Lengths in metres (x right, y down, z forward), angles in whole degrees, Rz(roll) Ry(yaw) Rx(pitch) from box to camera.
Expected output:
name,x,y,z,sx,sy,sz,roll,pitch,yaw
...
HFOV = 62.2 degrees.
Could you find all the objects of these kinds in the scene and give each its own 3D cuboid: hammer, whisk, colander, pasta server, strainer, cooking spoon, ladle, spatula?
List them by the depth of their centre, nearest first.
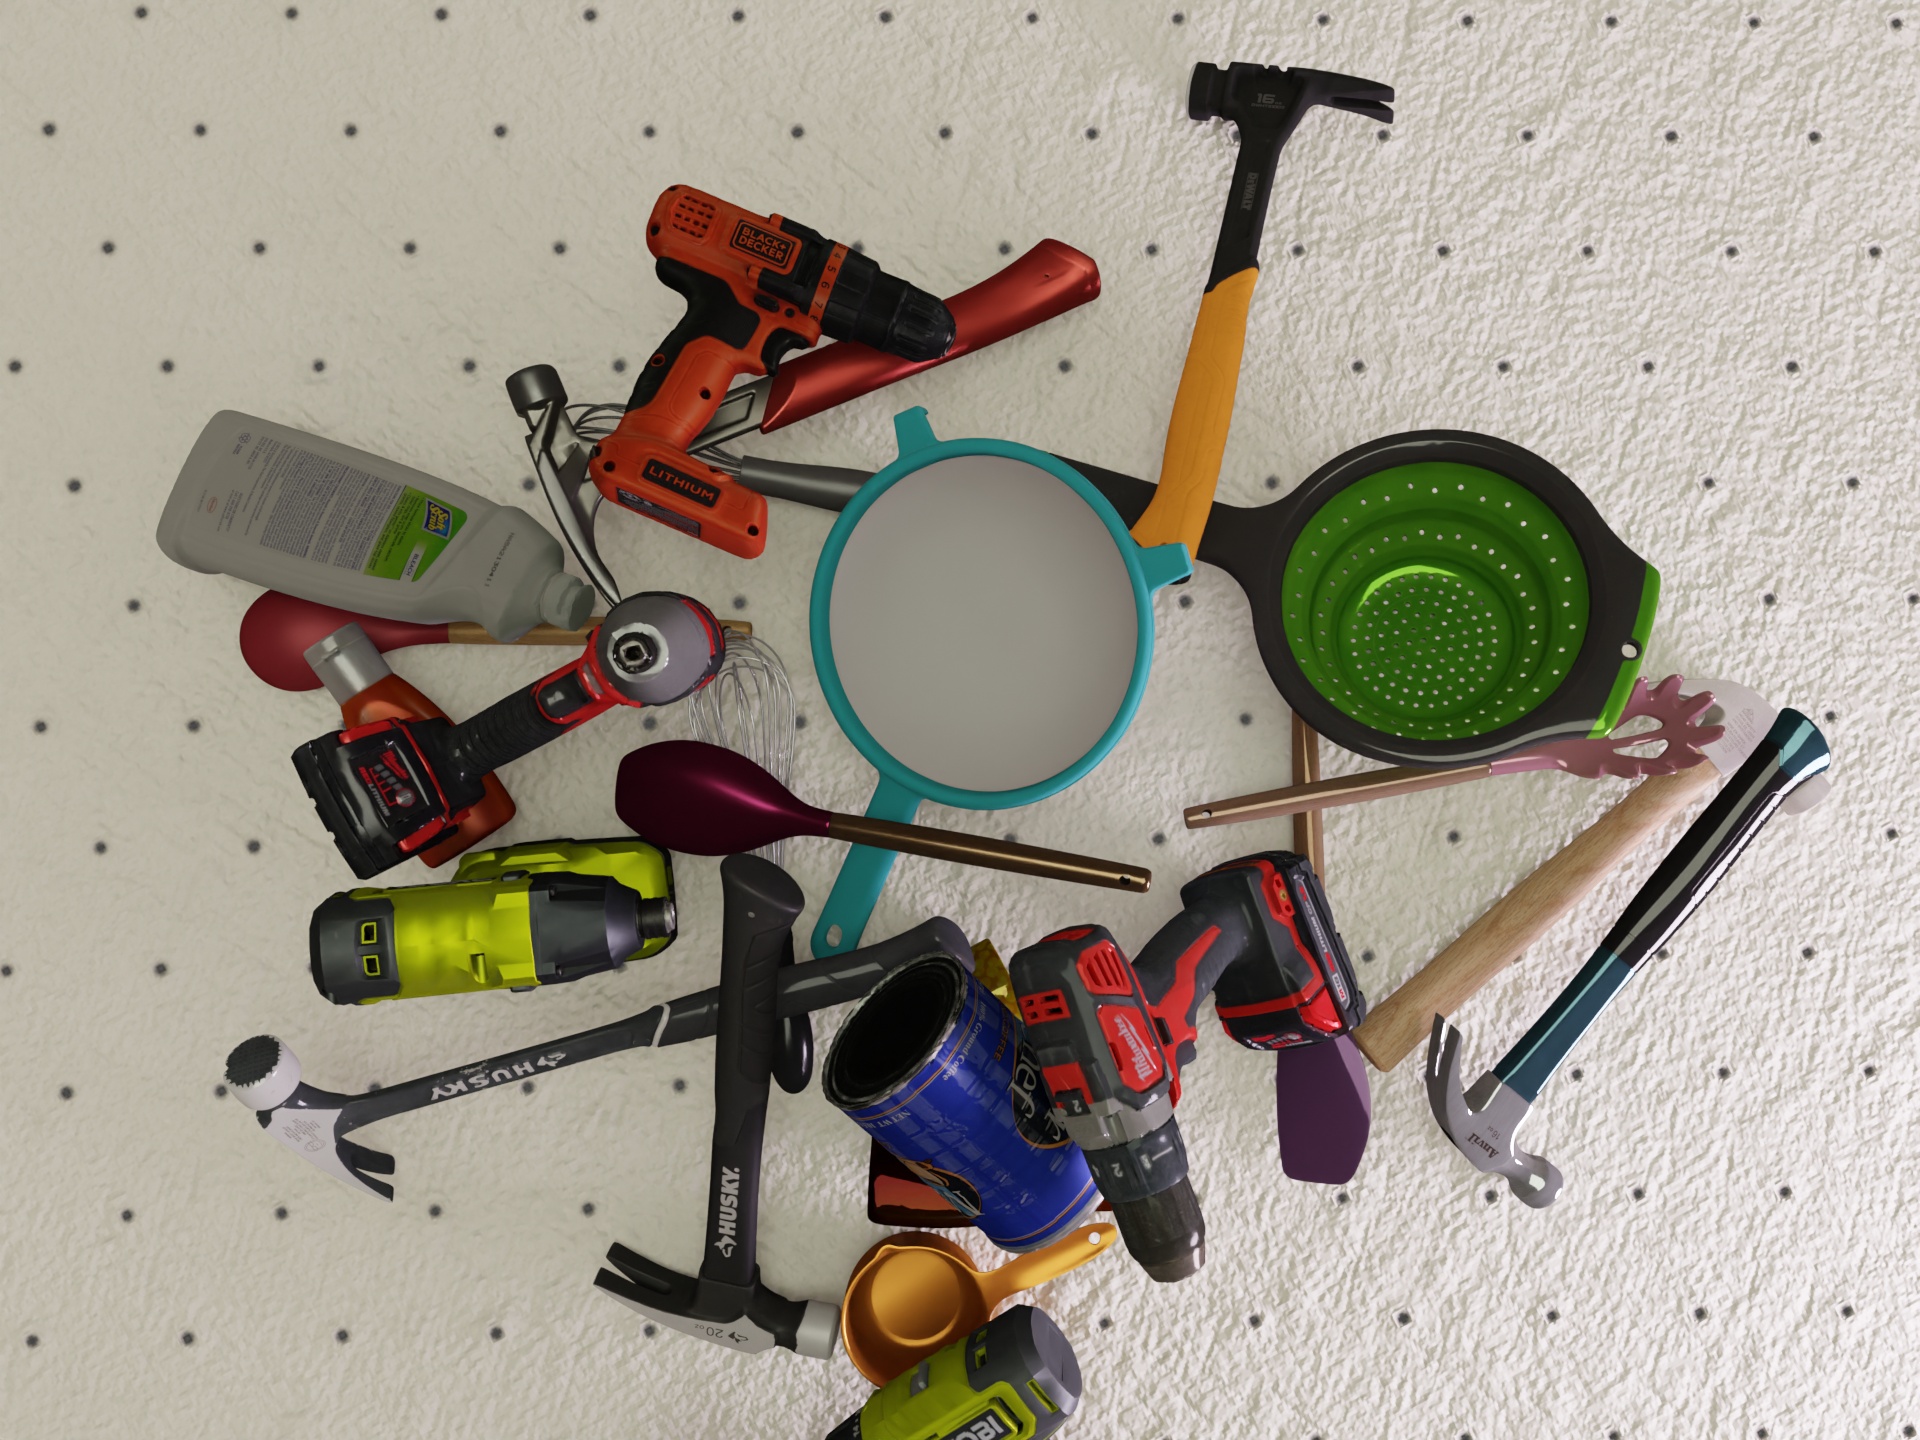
name,x,y,z,sx,sy,sz,roll,pitch,yaw
hammer,-0.129,0.221,0.889,0.146,0.035,0.334,10,117,6
cooking spoon,-0.049,0.064,0.911,0.319,0.017,0.068,9,100,10
hammer,-0.191,0.185,0.916,0.409,0.149,0.036,-15,46,-2
hammer,-0.076,-0.196,0.950,0.359,0.037,0.149,-24,90,-12
hammer,0.165,-0.239,0.951,0.127,0.034,0.337,12,78,15
hammer,0.405,0.133,0.956,0.128,0.033,0.331,38,93,-14
pasta server,0.291,0.029,0.957,0.316,0.040,0.060,-10,73,3
strainer,-0.002,-0.003,0.957,0.211,0.095,0.340,30,109,17
whisk,-0.119,0.086,0.962,0.070,0.070,0.284,-8,92,-2
colander,0.204,-0.087,0.968,0.397,0.094,0.204,19,80,17
whisk,-0.132,-0.154,0.974,0.239,0.055,0.055,9,88,-6
ladle,-0.286,-0.053,0.976,0.315,0.031,0.069,-1,89,-3
spatula,0.219,0.126,0.982,0.060,0.018,0.316,-4,85,30
hammer,0.373,0.096,0.985,0.331,0.031,0.130,-40,90,-2

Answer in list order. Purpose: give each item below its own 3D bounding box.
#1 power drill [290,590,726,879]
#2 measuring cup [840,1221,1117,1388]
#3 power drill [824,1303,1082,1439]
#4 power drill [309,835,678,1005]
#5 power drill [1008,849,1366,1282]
name,x,y,z,sx,sy,sz,roll,pitch,yaw
power drill,-0.235,-0.002,0.863,0.219,0.143,0.078,-27,95,1
measuring cup,0.012,0.336,0.957,0.173,0.052,0.095,-23,89,-4
power drill,0.025,0.463,0.911,0.190,0.080,0.228,-36,102,11
power drill,-0.230,0.109,0.872,0.171,0.223,0.080,-5,89,-2
power drill,0.134,0.182,0.885,0.226,0.080,0.188,-19,87,-46
